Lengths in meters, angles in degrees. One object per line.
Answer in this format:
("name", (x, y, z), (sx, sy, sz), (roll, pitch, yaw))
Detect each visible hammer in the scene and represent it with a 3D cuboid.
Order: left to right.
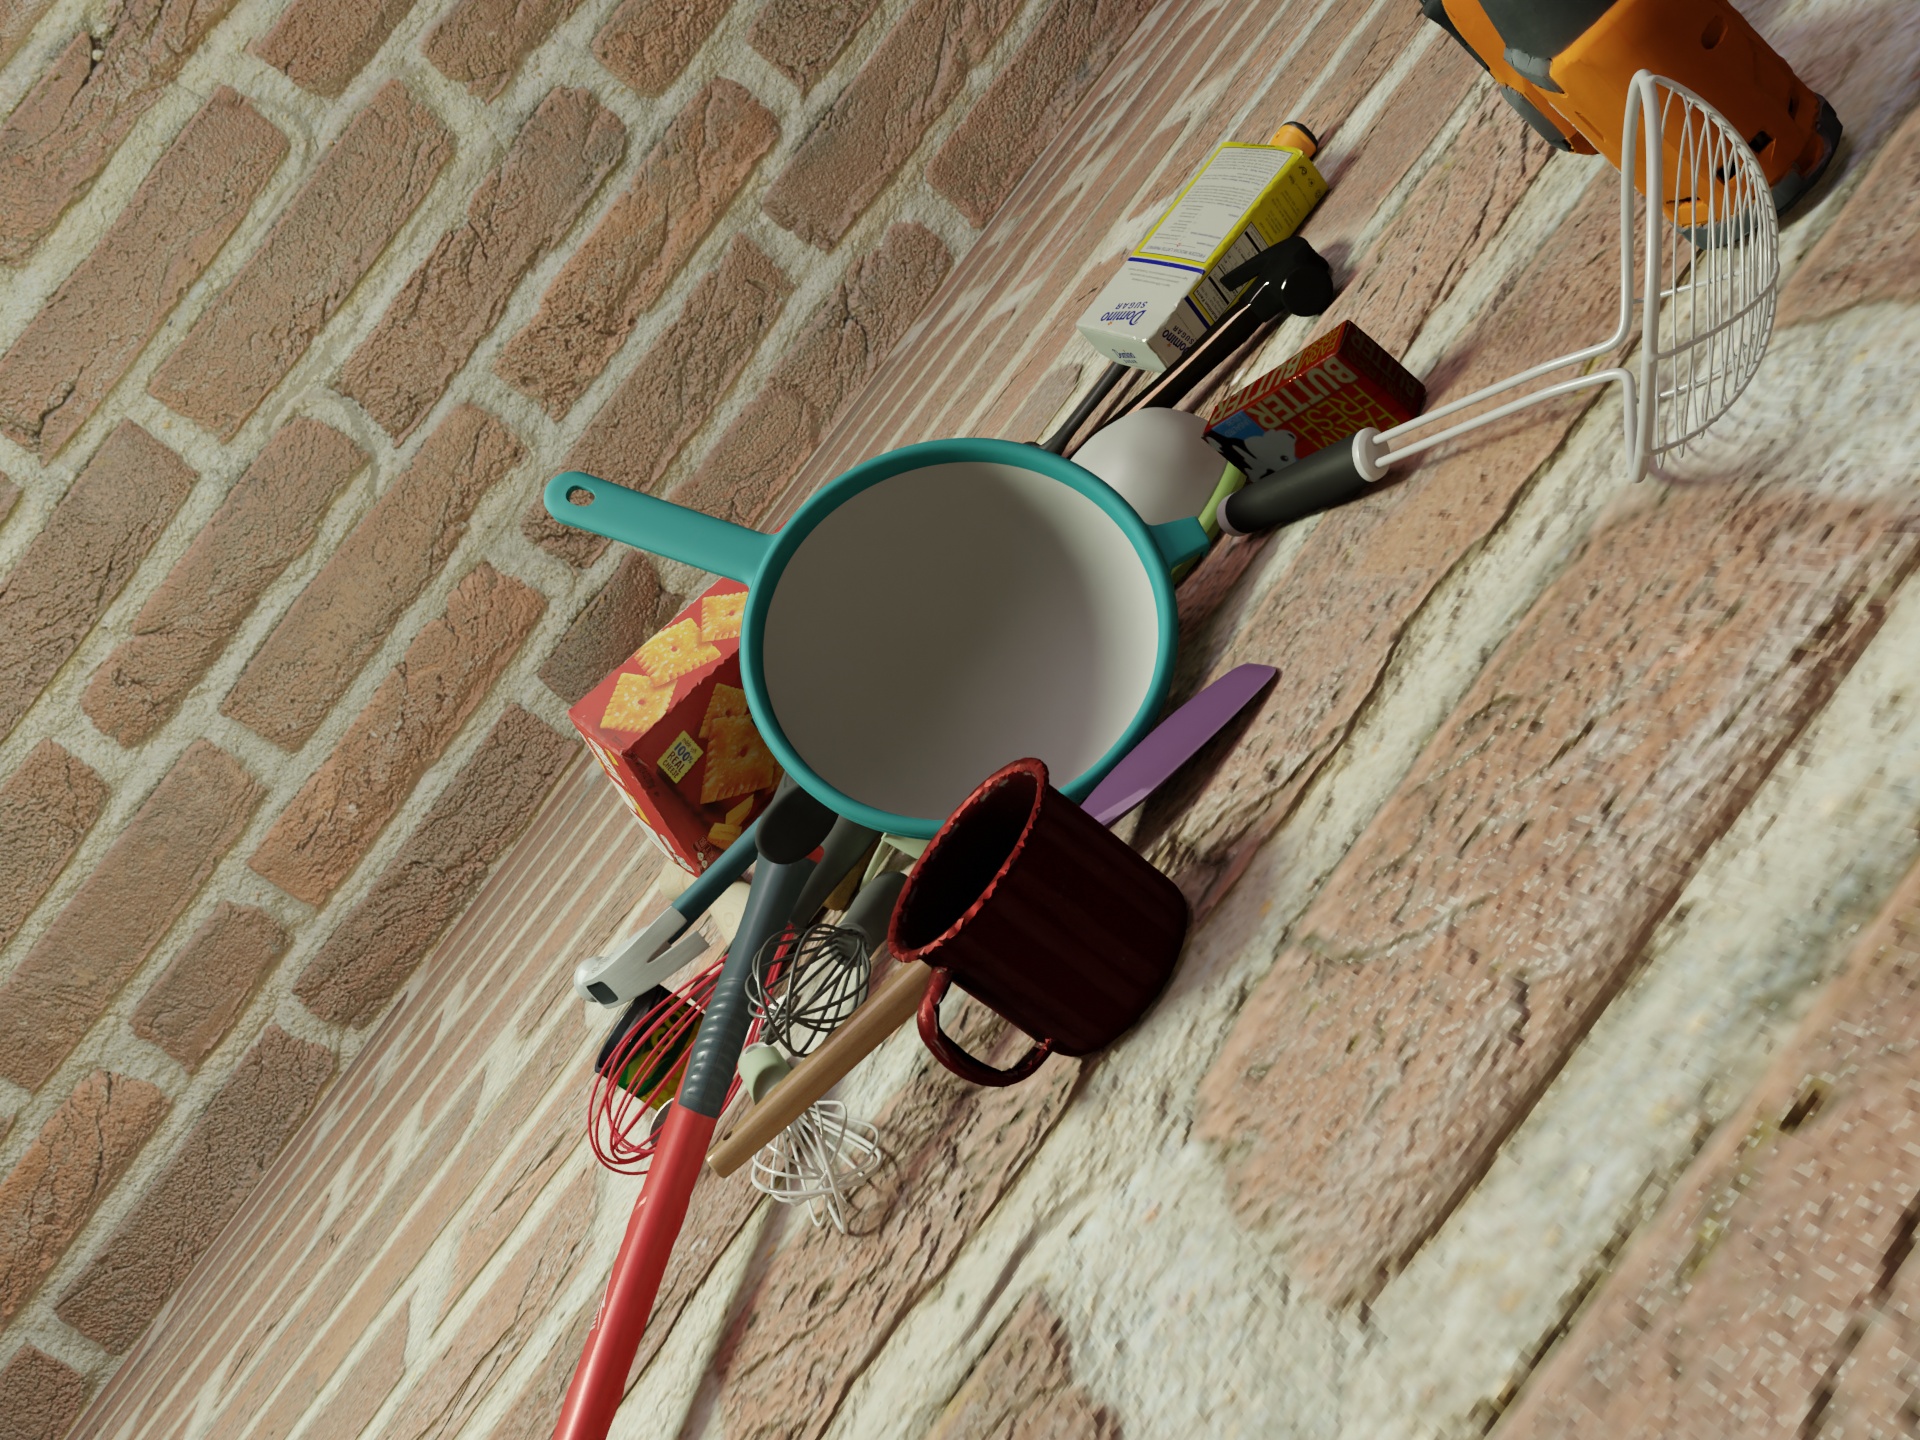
("hammer", (-0.138, 0.212, 0.772), (0.143, 0.038, 0.387), (121, 169, -46))
("hammer", (-0.171, 0.121, 1.189), (0.146, 0.038, 0.411), (-54, 15, -9))
("hammer", (-0.114, 0.059, 1.029), (0.331, 0.033, 0.128), (-46, 11, -23))
("hammer", (-0.081, 0.008, 0.929), (0.146, 0.035, 0.335), (-40, 12, 13))
("hammer", (0.107, -0.191, 1.050), (0.331, 0.031, 0.130), (-42, 17, 23))
("hammer", (0.157, -0.313, 1.206), (0.337, 0.034, 0.127), (-52, 14, 3))

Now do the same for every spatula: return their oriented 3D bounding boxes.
("spatula", (0.014, 0.081, 0.679), (0.316, 0.018, 0.060), (-42, 13, -7))

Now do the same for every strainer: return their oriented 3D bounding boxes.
("strainer", (-0.055, -0.050, 0.814), (0.095, 0.340, 0.211), (70, -137, -66))
("strainer", (0.067, -0.083, 0.883), (0.256, 0.069, 0.151), (-60, 17, -24))

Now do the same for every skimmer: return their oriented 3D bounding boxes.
("skimmer", (0.174, -0.126, 0.630), (0.363, 0.090, 0.127), (163, 110, -69))

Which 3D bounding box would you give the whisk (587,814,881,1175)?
("whisk", (-0.113, 0.133, 0.925), (0.296, 0.073, 0.073), (-54, 15, -21))

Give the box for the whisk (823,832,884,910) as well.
("whisk", (-0.024, 0.013, 1.012), (0.245, 0.051, 0.047), (-62, -4, -18))

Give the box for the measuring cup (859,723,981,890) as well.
("measuring cup", (-0.021, 0.065, 0.900), (0.083, 0.038, 0.167), (-59, -1, -37))

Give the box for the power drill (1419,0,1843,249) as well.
("power drill", (0.247, -0.283, 0.635), (0.084, 0.164, 0.227), (-45, 15, 28))

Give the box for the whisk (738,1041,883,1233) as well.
("whisk", (-0.083, 0.190, 0.769), (0.058, 0.059, 0.246), (-18, 4, -13))

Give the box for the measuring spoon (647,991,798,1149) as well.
("measuring spoon", (-0.136, 0.209, 0.940), (0.124, 0.018, 0.034), (-46, 31, -1))

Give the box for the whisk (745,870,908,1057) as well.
("whisk", (-0.055, 0.107, 0.775), (0.055, 0.055, 0.239), (-49, -2, 12))
